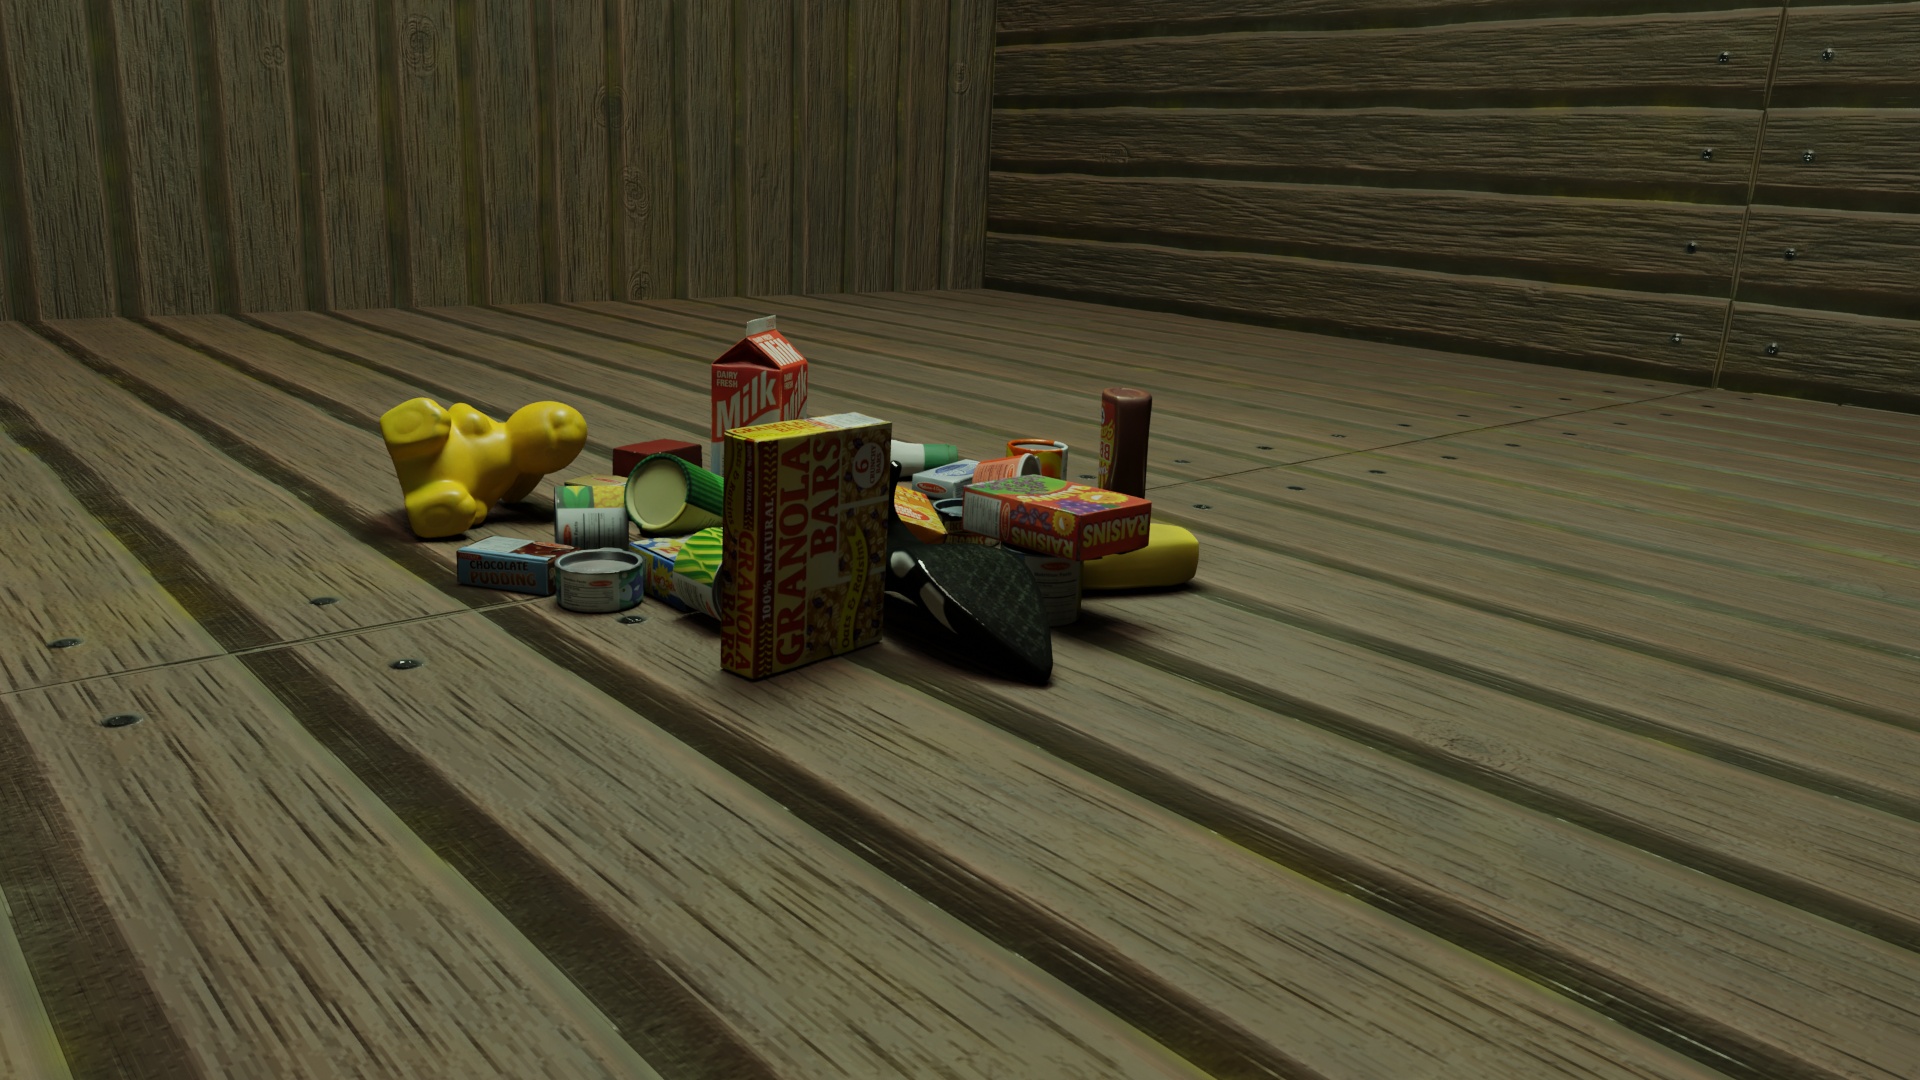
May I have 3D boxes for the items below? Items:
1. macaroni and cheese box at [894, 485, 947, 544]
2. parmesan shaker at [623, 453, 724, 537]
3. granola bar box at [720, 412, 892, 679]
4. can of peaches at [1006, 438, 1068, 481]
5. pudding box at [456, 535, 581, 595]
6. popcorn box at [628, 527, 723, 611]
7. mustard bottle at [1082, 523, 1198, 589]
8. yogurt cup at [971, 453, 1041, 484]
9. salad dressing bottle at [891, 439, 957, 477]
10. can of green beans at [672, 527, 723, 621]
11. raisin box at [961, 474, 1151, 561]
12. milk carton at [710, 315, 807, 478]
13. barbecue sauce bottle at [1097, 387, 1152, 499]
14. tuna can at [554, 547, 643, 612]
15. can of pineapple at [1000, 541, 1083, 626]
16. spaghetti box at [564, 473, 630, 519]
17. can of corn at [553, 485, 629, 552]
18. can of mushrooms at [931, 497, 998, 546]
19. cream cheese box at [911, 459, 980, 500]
[{"bbox_3d":[-0.085,-0.025,1.233,0.124,0.040,0.167,17,10,-11],"label":"macaroni and cheese box"},{"bbox_3d":[-0.227,-0.032,1.175,0.071,0.071,0.103,8,-8,21],"label":"parmesan shaker"},{"bbox_3d":[-0.105,0.001,0.956,0.039,0.165,0.124,16,20,39],"label":"granola bar box"},{"bbox_3d":[0.078,-0.074,1.469,0.071,0.058,0.071,3,15,-1],"label":"can of peaches"},{"bbox_3d":[-0.352,0.019,1.108,0.084,0.030,0.050,6,14,14],"label":"pudding box"},{"bbox_3d":[-0.191,0.019,1.120,0.127,0.038,0.085,-11,19,-41],"label":"popcorn box"},{"bbox_3d":[0.119,0.016,1.162,0.160,0.048,0.065,-4,16,-21],"label":"mustard bottle"},{"bbox_3d":[0.045,-0.051,1.374,0.054,0.072,0.072,0,13,22],"label":"yogurt cup"},{"bbox_3d":[-0.078,-0.089,1.531,0.148,0.044,0.064,1,13,-10],"label":"salad dressing bottle"},{"bbox_3d":[-0.172,0.027,1.038,0.071,0.071,0.058,-11,19,-41],"label":"can of green beans"},{"bbox_3d":[0.073,-0.018,1.072,0.086,0.040,0.123,-10,18,-44],"label":"raisin box"},{"bbox_3d":[-0.193,-0.118,1.336,0.073,0.190,0.072,6,15,13],"label":"milk carton"},{"bbox_3d":[0.147,-0.062,1.262,0.044,0.148,0.065,1,15,-5],"label":"barbecue sauce bottle"},{"bbox_3d":[-0.278,0.030,1.073,0.071,0.032,0.071,2,15,-1],"label":"tuna can"},{"bbox_3d":[0.062,0.030,1.083,0.071,0.057,0.071,3,15,-1],"label":"can of pineapple"},{"bbox_3d":[-0.262,-0.031,1.312,0.250,0.028,0.050,9,16,24],"label":"spaghetti box"},{"bbox_3d":[-0.311,-0.014,1.167,0.058,0.071,0.071,-1,15,-18],"label":"can of corn"},{"bbox_3d":[0.005,-0.016,1.291,0.071,0.033,0.071,3,15,-1],"label":"can of mushrooms"},{"bbox_3d":[-0.001,-0.064,1.484,0.053,0.024,0.104,13,19,30],"label":"cream cheese box"}]
